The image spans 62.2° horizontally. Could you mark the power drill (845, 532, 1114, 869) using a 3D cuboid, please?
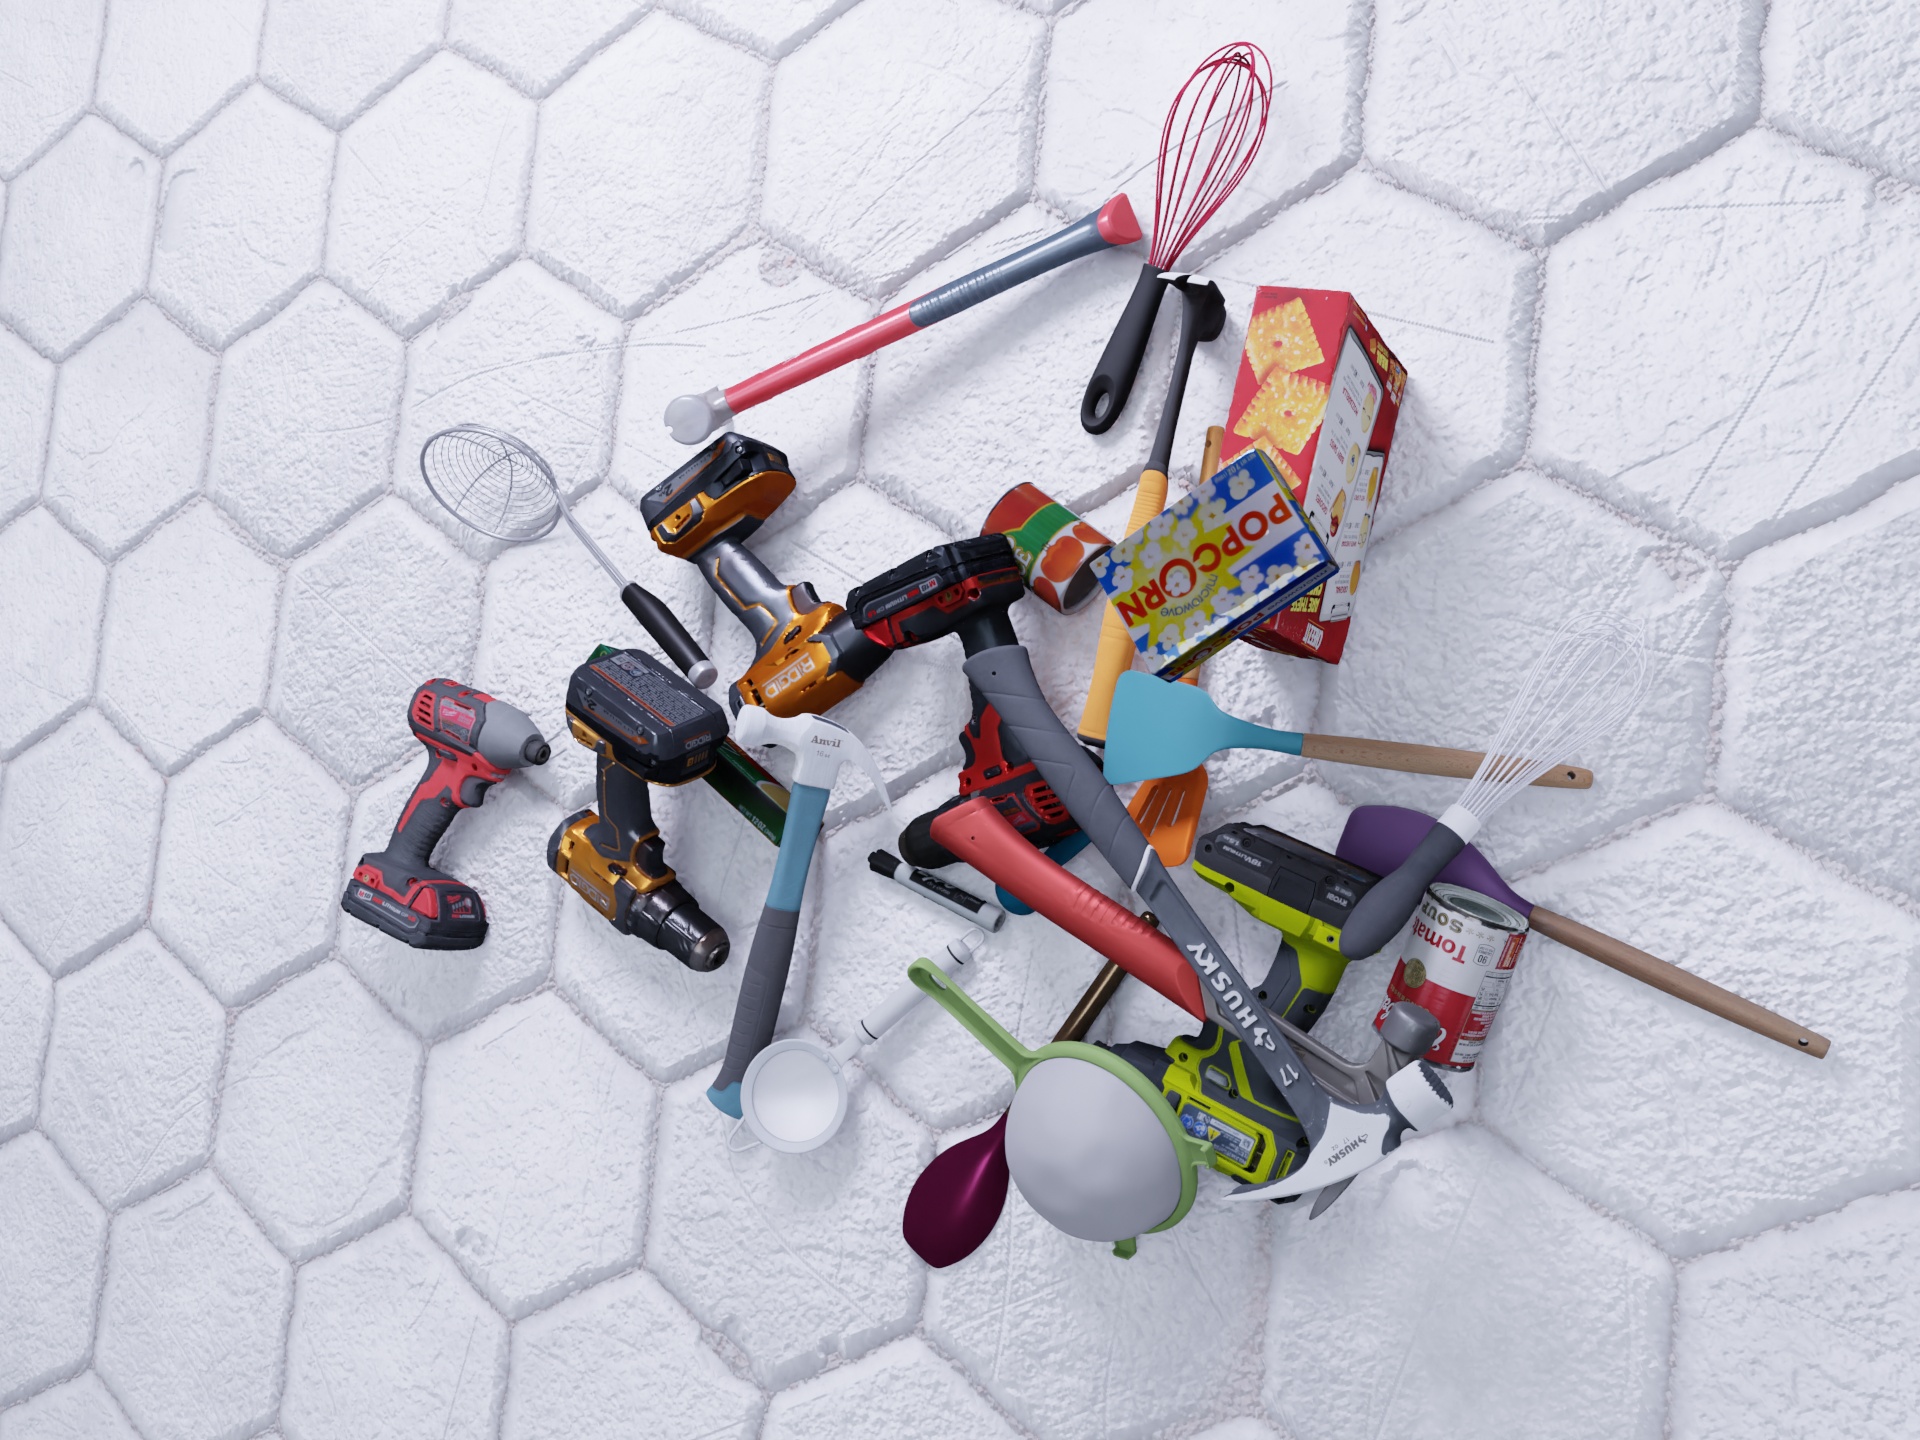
[{"bbox_3d":[-0.002,-0.004,1.164,0.188,0.080,0.227,-23,88,40],"label":"power drill"}]

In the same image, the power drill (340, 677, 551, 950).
[{"bbox_3d":[-0.443,0.083,1.391,0.143,0.078,0.219,19,90,25],"label":"power drill"}]

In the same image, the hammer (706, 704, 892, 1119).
[{"bbox_3d":[-0.142,0.155,1.228,0.033,0.128,0.331,-134,57,-68],"label":"hammer"}]

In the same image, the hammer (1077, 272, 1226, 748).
[{"bbox_3d":[0.132,-0.144,1.128,0.034,0.127,0.337,14,96,15],"label":"hammer"}]

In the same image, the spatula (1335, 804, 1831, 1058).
[{"bbox_3d":[0.391,0.134,1.019,0.316,0.018,0.059,26,106,26],"label":"spatula"}]

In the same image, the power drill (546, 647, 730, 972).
[{"bbox_3d":[-0.243,0.080,1.257,0.185,0.084,0.226,34,127,26],"label":"power drill"}]

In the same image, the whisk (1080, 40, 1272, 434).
[{"bbox_3d":[0.152,-0.350,1.166,0.073,0.073,0.296,28,103,25],"label":"whisk"}]

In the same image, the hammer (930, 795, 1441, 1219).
[{"bbox_3d":[0.124,0.165,1.052,0.359,0.036,0.149,32,106,24],"label":"hammer"}]

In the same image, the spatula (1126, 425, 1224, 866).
[{"bbox_3d":[0.160,-0.055,1.137,0.081,0.041,0.323,1,83,50],"label":"spatula"}]

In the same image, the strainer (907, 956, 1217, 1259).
[{"bbox_3d":[0.044,0.266,1.097,0.256,0.069,0.151,41,134,16],"label":"strainer"}]

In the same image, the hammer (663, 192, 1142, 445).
[{"bbox_3d":[-0.043,-0.312,1.242,0.386,0.143,0.038,-22,104,11],"label":"hammer"}]

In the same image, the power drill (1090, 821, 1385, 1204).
[{"bbox_3d":[0.188,0.189,1.078,0.171,0.080,0.223,24,99,27],"label":"power drill"}]

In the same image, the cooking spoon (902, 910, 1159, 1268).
[{"bbox_3d":[0.052,0.270,1.166,0.069,0.017,0.319,37,101,23],"label":"cooking spoon"}]

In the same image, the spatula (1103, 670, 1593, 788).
[{"bbox_3d":[0.254,0.020,1.064,0.317,0.044,0.082,7,78,11],"label":"spatula"}]

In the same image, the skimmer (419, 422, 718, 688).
[{"bbox_3d":[-0.329,-0.128,1.319,0.090,0.127,0.364,-29,55,-23],"label":"skimmer"}]

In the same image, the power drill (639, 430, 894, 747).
[{"bbox_3d":[-0.143,-0.114,1.267,0.164,0.084,0.227,-33,76,18],"label":"power drill"}]

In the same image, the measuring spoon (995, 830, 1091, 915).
[{"bbox_3d":[0.067,0.097,1.160,0.128,0.021,0.042,-46,62,28],"label":"measuring spoon"}]

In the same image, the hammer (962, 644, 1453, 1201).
[{"bbox_3d":[0.124,0.114,1.012,0.149,0.036,0.409,-42,70,19],"label":"hammer"}]

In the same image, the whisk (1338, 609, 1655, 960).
[{"bbox_3d":[0.333,0.041,0.995,0.070,0.070,0.284,40,85,23],"label":"whisk"}]

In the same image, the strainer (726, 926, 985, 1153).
[{"bbox_3d":[-0.076,0.245,1.219,0.258,0.050,0.087,-42,75,10],"label":"strainer"}]
